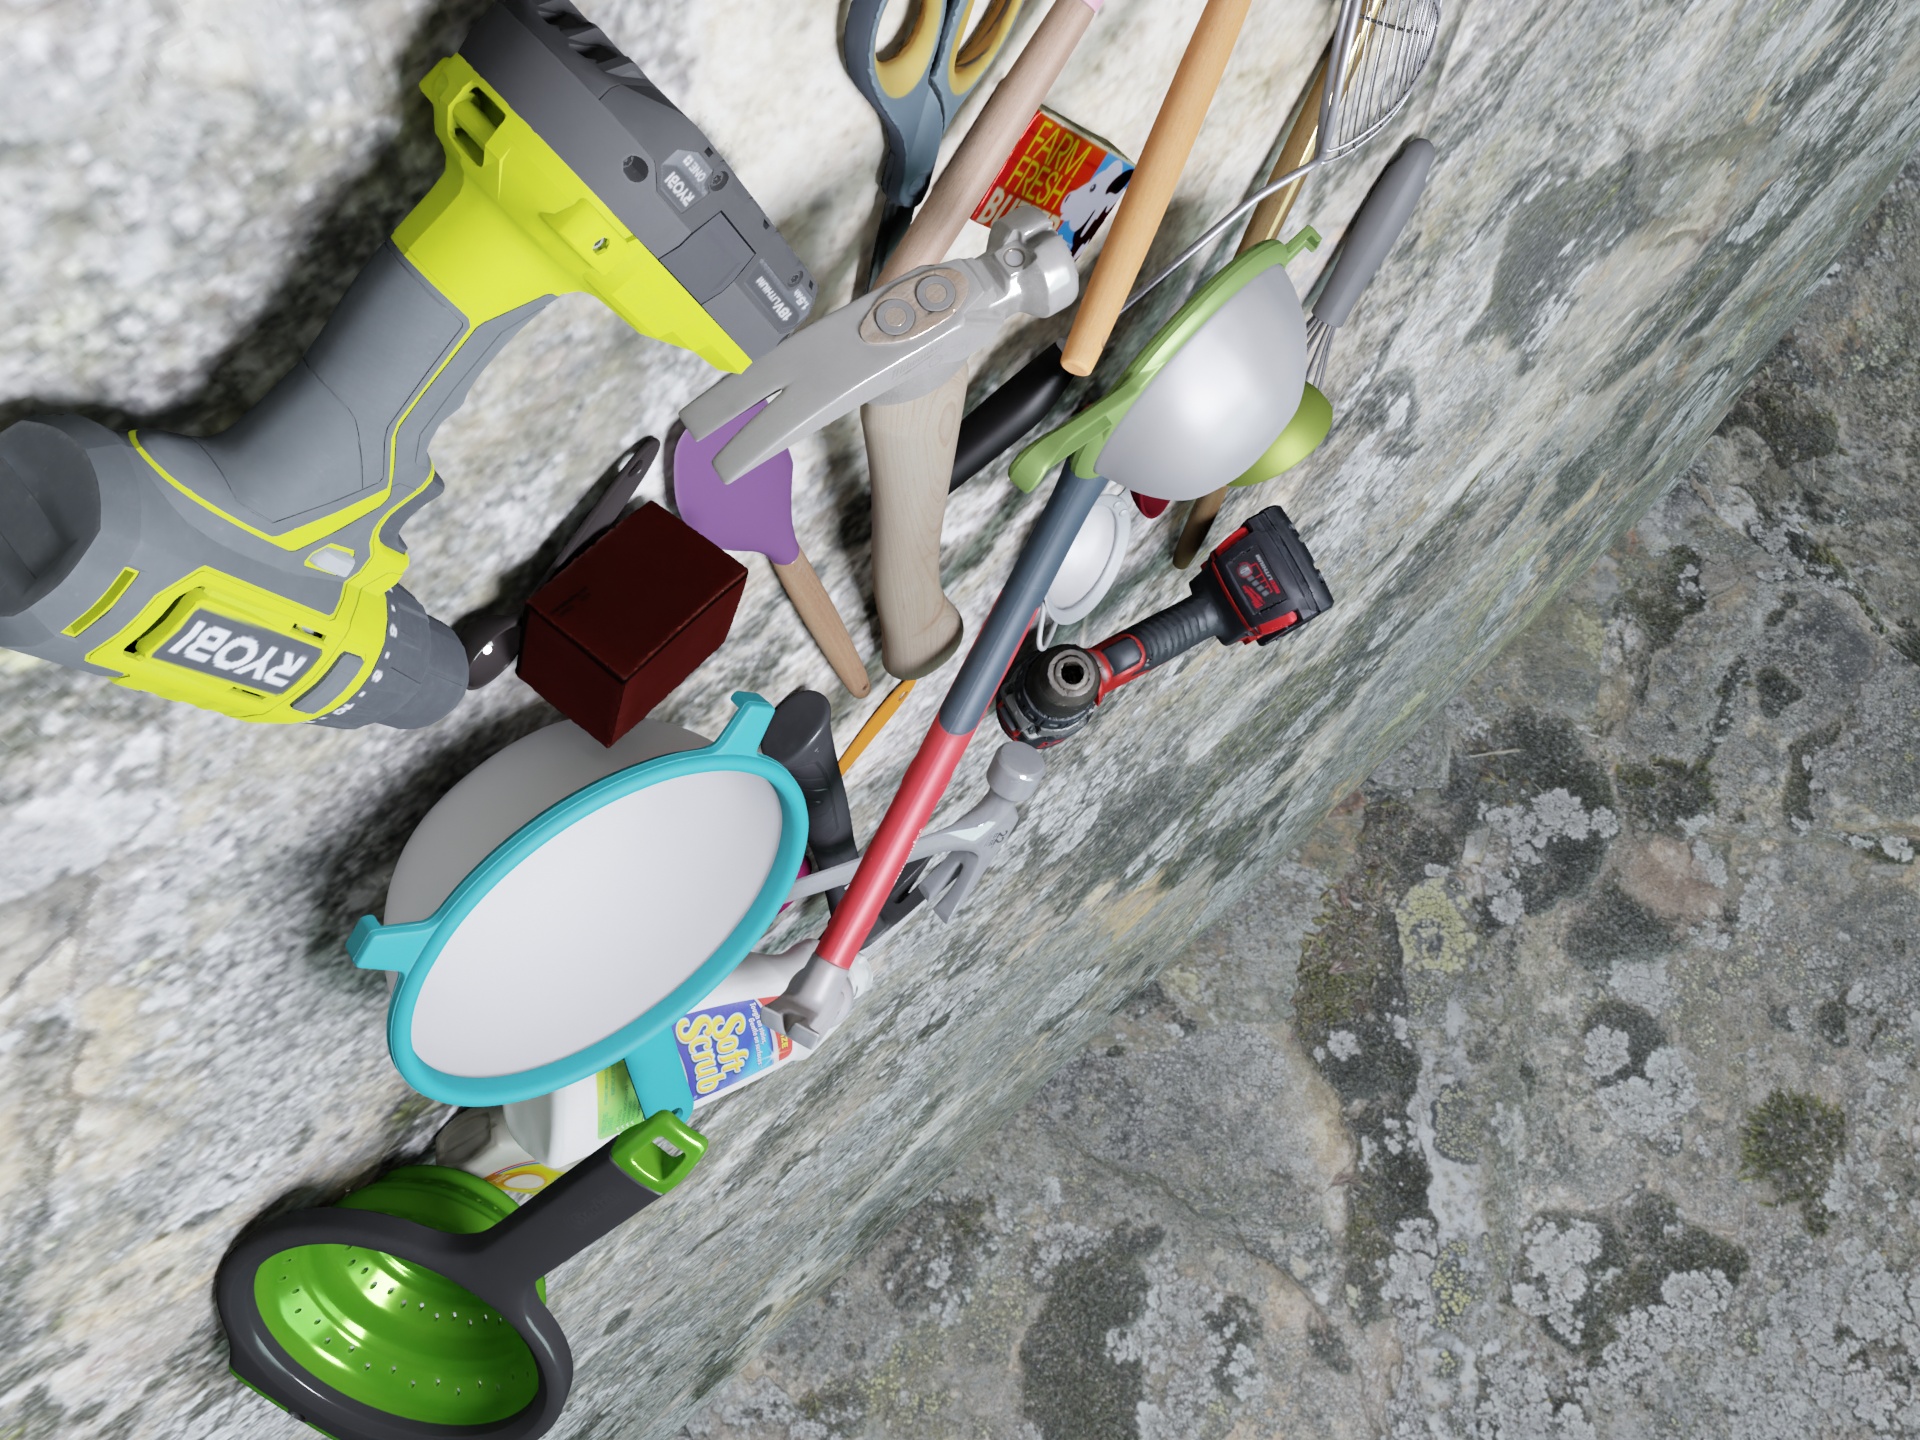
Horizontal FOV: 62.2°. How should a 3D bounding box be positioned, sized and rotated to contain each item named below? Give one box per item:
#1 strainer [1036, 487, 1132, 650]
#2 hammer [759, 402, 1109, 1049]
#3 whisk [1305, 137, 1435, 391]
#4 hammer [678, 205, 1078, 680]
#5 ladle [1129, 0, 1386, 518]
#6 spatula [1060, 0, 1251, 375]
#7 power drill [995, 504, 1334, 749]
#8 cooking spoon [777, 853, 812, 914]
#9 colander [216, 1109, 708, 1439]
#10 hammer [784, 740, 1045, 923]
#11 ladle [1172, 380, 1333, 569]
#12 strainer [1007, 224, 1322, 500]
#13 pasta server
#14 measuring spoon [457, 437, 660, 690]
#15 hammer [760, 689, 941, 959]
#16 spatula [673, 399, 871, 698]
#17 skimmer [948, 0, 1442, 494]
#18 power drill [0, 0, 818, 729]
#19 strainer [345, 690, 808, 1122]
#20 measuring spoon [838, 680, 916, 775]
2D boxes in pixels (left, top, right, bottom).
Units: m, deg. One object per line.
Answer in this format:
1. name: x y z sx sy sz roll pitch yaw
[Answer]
1. strainer: 0.113 -0.155 0.982 0.258 0.050 0.086 -51 150 -2
2. hammer: -0.001 -0.003 0.864 0.386 0.038 0.143 -63 177 -5
3. whisk: 0.234 -0.259 1.019 0.055 0.055 0.238 -22 145 -51
4. hammer: -0.032 -0.083 0.736 0.146 0.038 0.410 -32 168 -9
5. ladle: 0.157 -0.250 0.865 0.069 0.031 0.315 -35 154 -53
6. spatula: 0.114 -0.279 0.629 0.323 0.041 0.081 -67 163 -8
7. power drill: 0.129 -0.055 1.059 0.226 0.080 0.188 -28 176 -7
8. cooking spoon: -0.153 0.096 0.965 0.069 0.017 0.318 -46 162 1
9. colander: -0.257 0.283 0.883 0.397 0.204 0.095 -39 -161 30
10. hammer: -0.123 0.112 0.929 0.405 0.035 0.144 -16 144 -39
11. ladle: 0.177 -0.144 1.050 0.078 0.062 0.320 -45 172 -8
12. strainer: 0.103 -0.139 0.752 0.151 0.069 0.256 -50 174 38
13. pasta server: 0.035 -0.243 0.599 0.316 0.040 0.060 -55 161 13
14. measuring spoon: -0.161 -0.065 0.628 0.124 0.018 0.034 -52 174 -1
15. hammer: -0.077 0.077 1.022 0.146 0.035 0.334 -39 155 -18
16. spatula: -0.081 -0.069 0.776 0.060 0.018 0.315 -50 161 -9
17. skimmer: 0.080 -0.236 0.749 0.363 0.090 0.127 -39 -176 14
18. power drill: -0.157 -0.088 0.488 0.228 0.080 0.190 -44 161 3
19. strainer: -0.181 0.106 0.778 0.211 0.095 0.340 -33 152 -22
20. measuring spoon: -0.061 0.018 1.010 0.117 0.011 0.021 -52 161 18
